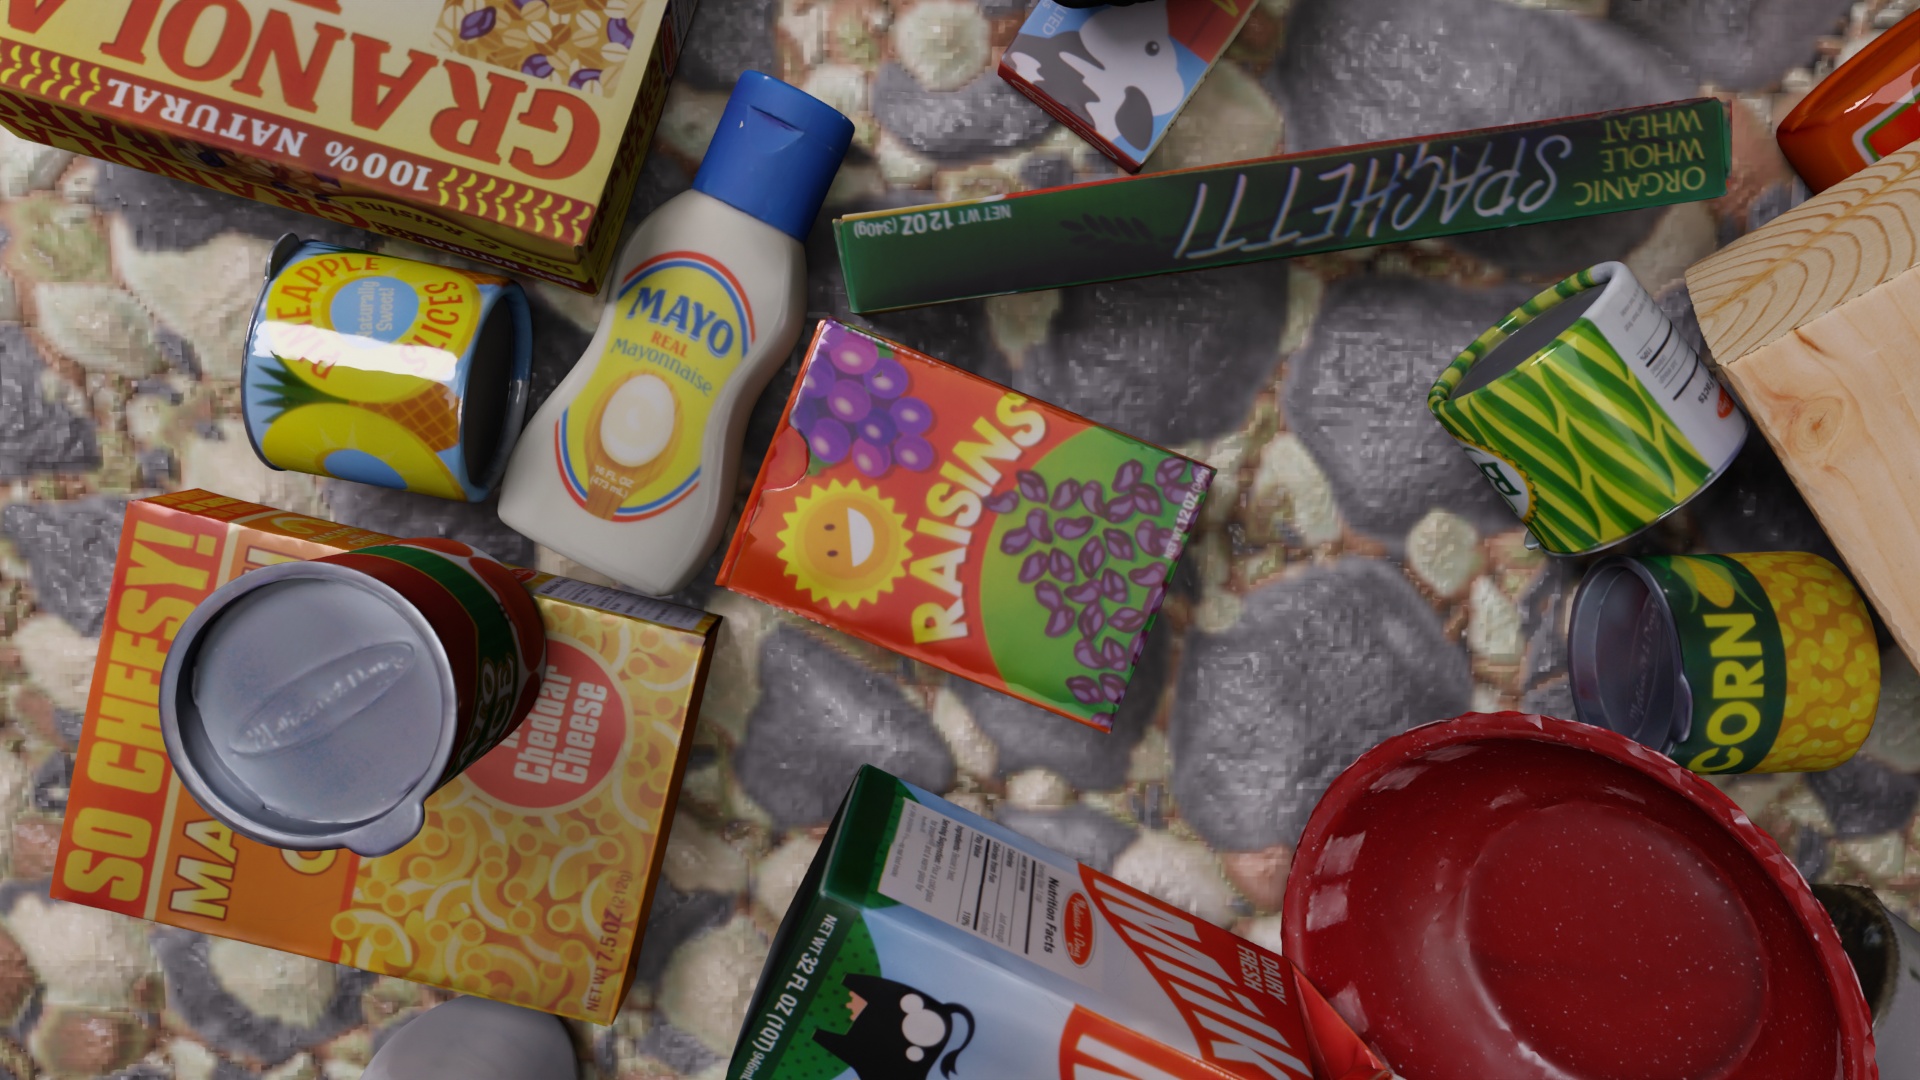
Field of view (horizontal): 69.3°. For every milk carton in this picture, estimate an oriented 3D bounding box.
[{"bbox_3d":[0.037,0.149,0.409,0.190,0.074,0.072,25,109,-3],"label":"milk carton"}]

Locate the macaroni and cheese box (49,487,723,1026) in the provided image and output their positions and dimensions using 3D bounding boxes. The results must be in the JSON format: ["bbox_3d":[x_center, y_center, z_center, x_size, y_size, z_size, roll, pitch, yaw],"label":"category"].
[{"bbox_3d":[-0.169,0.064,0.419,0.166,0.040,0.123,14,95,-3],"label":"macaroni and cheese box"}]

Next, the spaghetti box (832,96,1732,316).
[{"bbox_3d":[0.089,-0.095,0.402,0.250,0.050,0.028,-8,99,-1],"label":"spaghetti box"}]

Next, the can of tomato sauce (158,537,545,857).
[{"bbox_3d":[-0.147,0.036,0.353,0.071,0.083,0.071,0,94,-2],"label":"can of tomato sauce"}]

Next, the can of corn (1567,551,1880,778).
[{"bbox_3d":[0.223,0.037,0.409,0.058,0.071,0.071,-1,97,-2],"label":"can of corn"}]

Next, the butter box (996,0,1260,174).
[{"bbox_3d":[0.061,-0.165,0.406,0.053,0.024,0.103,35,95,-5],"label":"butter box"}]

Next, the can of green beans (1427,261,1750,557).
[{"bbox_3d":[0.180,-0.038,0.402,0.071,0.071,0.058,-41,95,4],"label":"can of green beans"}]

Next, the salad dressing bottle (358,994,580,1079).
[{"bbox_3d":[-0.147,0.175,0.378,0.064,0.148,0.044,24,96,-4],"label":"salad dressing bottle"}]

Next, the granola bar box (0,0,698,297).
[{"bbox_3d":[-0.162,-0.149,0.379,0.166,0.039,0.124,15,77,-3],"label":"granola bar box"}]

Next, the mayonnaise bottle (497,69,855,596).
[{"bbox_3d":[-0.078,-0.061,0.406,0.065,0.041,0.148,26,96,0],"label":"mayonnaise bottle"}]

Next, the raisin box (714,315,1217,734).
[{"bbox_3d":[0.001,-0.005,0.415,0.123,0.040,0.086,21,97,-3],"label":"raisin box"}]

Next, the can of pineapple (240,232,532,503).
[{"bbox_3d":[-0.159,-0.048,0.392,0.058,0.071,0.071,10,97,-3],"label":"can of pineapple"}]

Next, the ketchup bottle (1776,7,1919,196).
[{"bbox_3d":[0.314,-0.086,0.411,0.064,0.043,0.148,-41,96,10],"label":"ketchup bottle"}]
